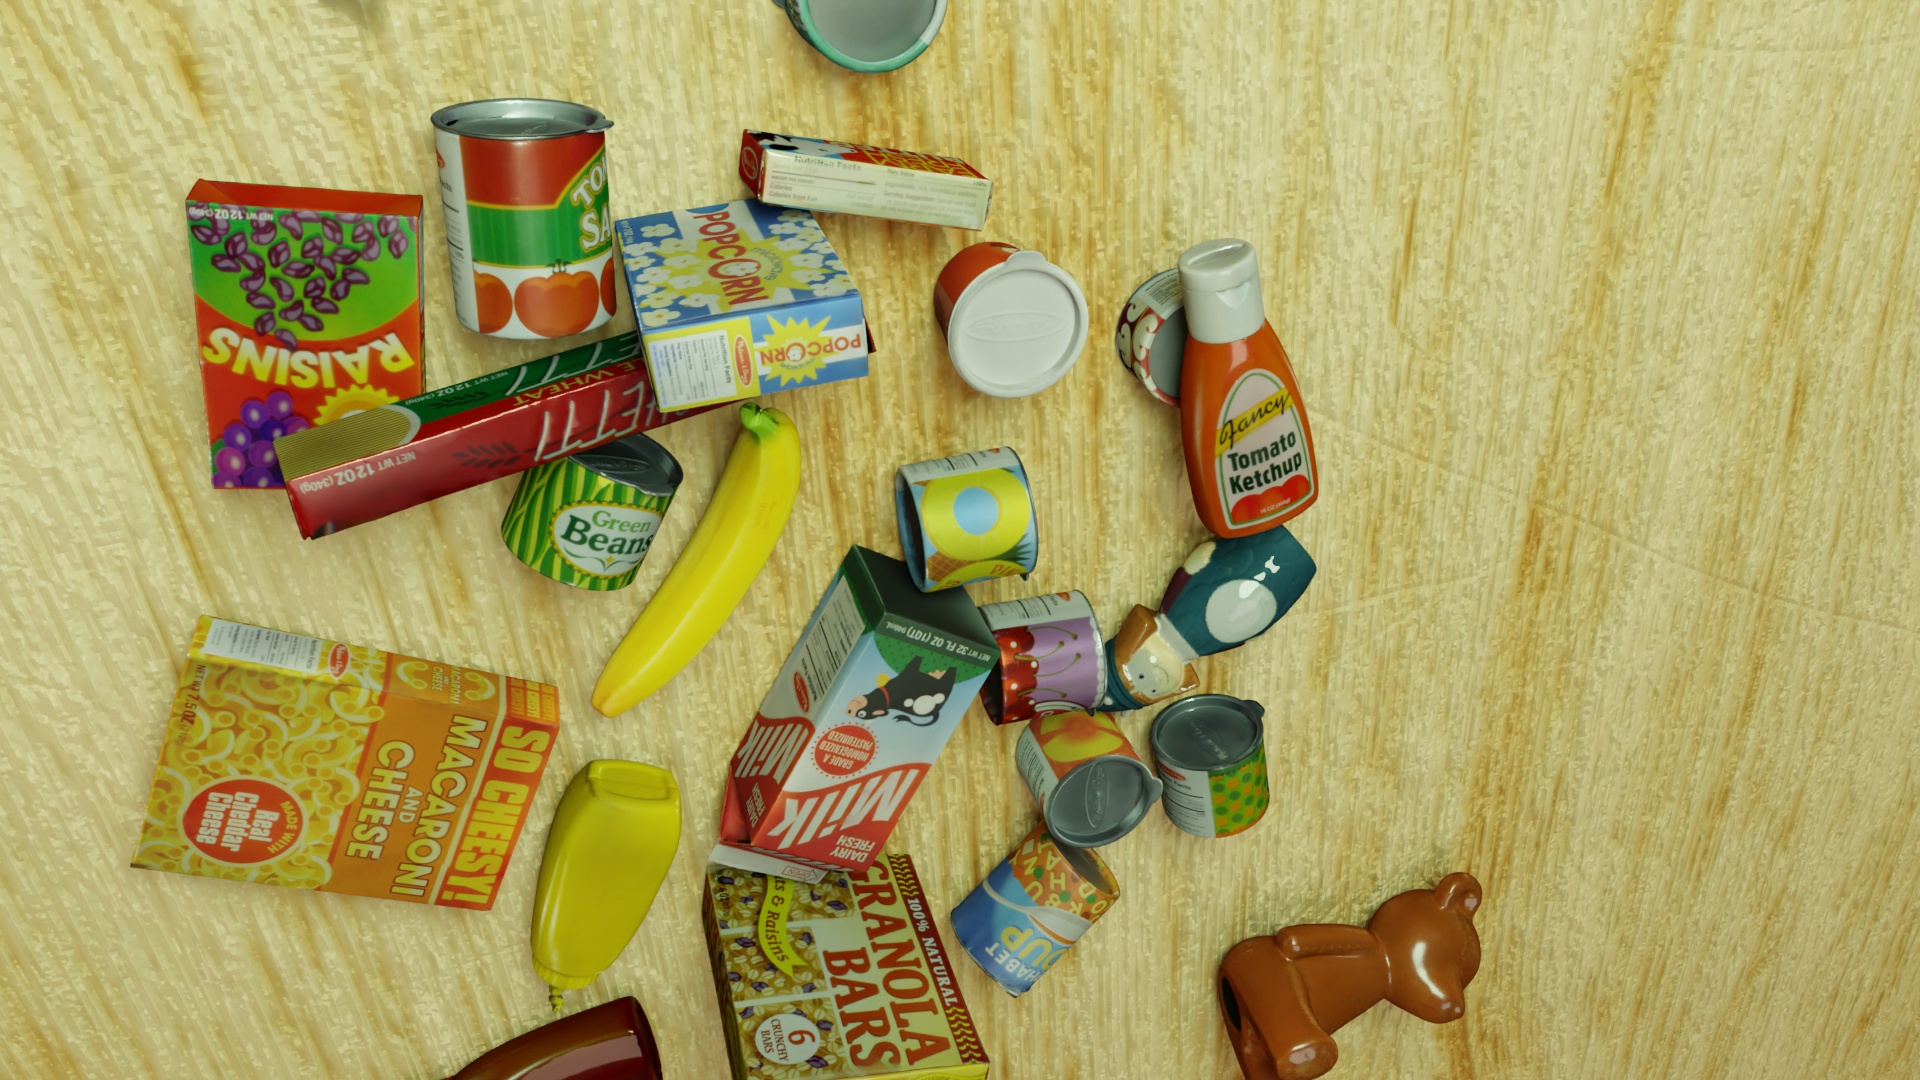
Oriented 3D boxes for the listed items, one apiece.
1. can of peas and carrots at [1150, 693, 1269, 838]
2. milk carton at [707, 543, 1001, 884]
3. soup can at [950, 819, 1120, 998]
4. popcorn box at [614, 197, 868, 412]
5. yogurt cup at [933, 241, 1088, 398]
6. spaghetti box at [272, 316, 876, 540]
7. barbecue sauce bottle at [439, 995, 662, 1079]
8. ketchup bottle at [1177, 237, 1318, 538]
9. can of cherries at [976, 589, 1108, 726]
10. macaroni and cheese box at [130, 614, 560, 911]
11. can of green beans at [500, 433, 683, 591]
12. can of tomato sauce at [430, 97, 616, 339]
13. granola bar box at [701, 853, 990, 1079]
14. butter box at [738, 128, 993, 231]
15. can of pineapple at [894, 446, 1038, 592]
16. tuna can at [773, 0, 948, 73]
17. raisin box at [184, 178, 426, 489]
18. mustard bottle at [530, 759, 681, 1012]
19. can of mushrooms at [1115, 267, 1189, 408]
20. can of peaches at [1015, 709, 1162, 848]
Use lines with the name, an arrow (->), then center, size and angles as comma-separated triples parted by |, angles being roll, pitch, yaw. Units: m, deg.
can of peas and carrots -> 0.152, 0.134, 0.833 | 0.071, 0.071, 0.058 | -19, 123, -8
milk carton -> -0.063, 0.106, 0.737 | 0.072, 0.074, 0.190 | 22, 109, -28
soup can -> 0.047, 0.222, 0.842 | 0.071, 0.071, 0.083 | 37, 102, -31
popcorn box -> -0.094, -0.103, 0.579 | 0.085, 0.127, 0.038 | -12, 124, -12
yogurt cup -> 0.020, -0.108, 0.658 | 0.072, 0.054, 0.072 | -8, 120, -14
spaghetti box -> -0.158, -0.062, 0.594 | 0.251, 0.050, 0.028 | -22, 123, -22
barbecue sauce bottle -> -0.253, 0.316, 0.807 | 0.149, 0.044, 0.064 | -17, 122, -9
ketchup bottle -> 0.136, -0.074, 0.683 | 0.065, 0.044, 0.148 | -22, 124, -6
can of cherries -> 0.042, 0.066, 0.754 | 0.058, 0.072, 0.071 | -9, 121, -14
macaroni and cheese box -> -0.297, 0.113, 0.680 | 0.166, 0.040, 0.123 | 16, 112, -25
can of green beans -> -0.169, -0.018, 0.635 | 0.071, 0.071, 0.057 | 19, 111, -27
can of tomato sauce -> -0.175, -0.132, 0.569 | 0.071, 0.071, 0.082 | -6, 120, -16
granola bar box -> -0.068, 0.240, 0.755 | 0.124, 0.166, 0.039 | 1, 117, -19
butter box -> -0.042, -0.158, 0.610 | 0.104, 0.053, 0.024 | 2, 115, -21
can of pineapple -> 0.002, -0.009, 0.699 | 0.058, 0.071, 0.070 | -11, 121, -12
tuna can -> -0.042, -0.231, 0.580 | 0.071, 0.033, 0.070 | -9, 120, -15
raisin box -> -0.270, -0.083, 0.581 | 0.086, 0.040, 0.122 | -1, 117, -20
mustard bottle -> -0.201, 0.193, 0.753 | 0.065, 0.049, 0.159 | 15, 113, -25
can of mushrooms -> 0.116, -0.101, 0.708 | 0.071, 0.033, 0.070 | -9, 122, -15
can of peaches -> 0.074, 0.135, 0.811 | 0.071, 0.058, 0.071 | -8, 120, -15
